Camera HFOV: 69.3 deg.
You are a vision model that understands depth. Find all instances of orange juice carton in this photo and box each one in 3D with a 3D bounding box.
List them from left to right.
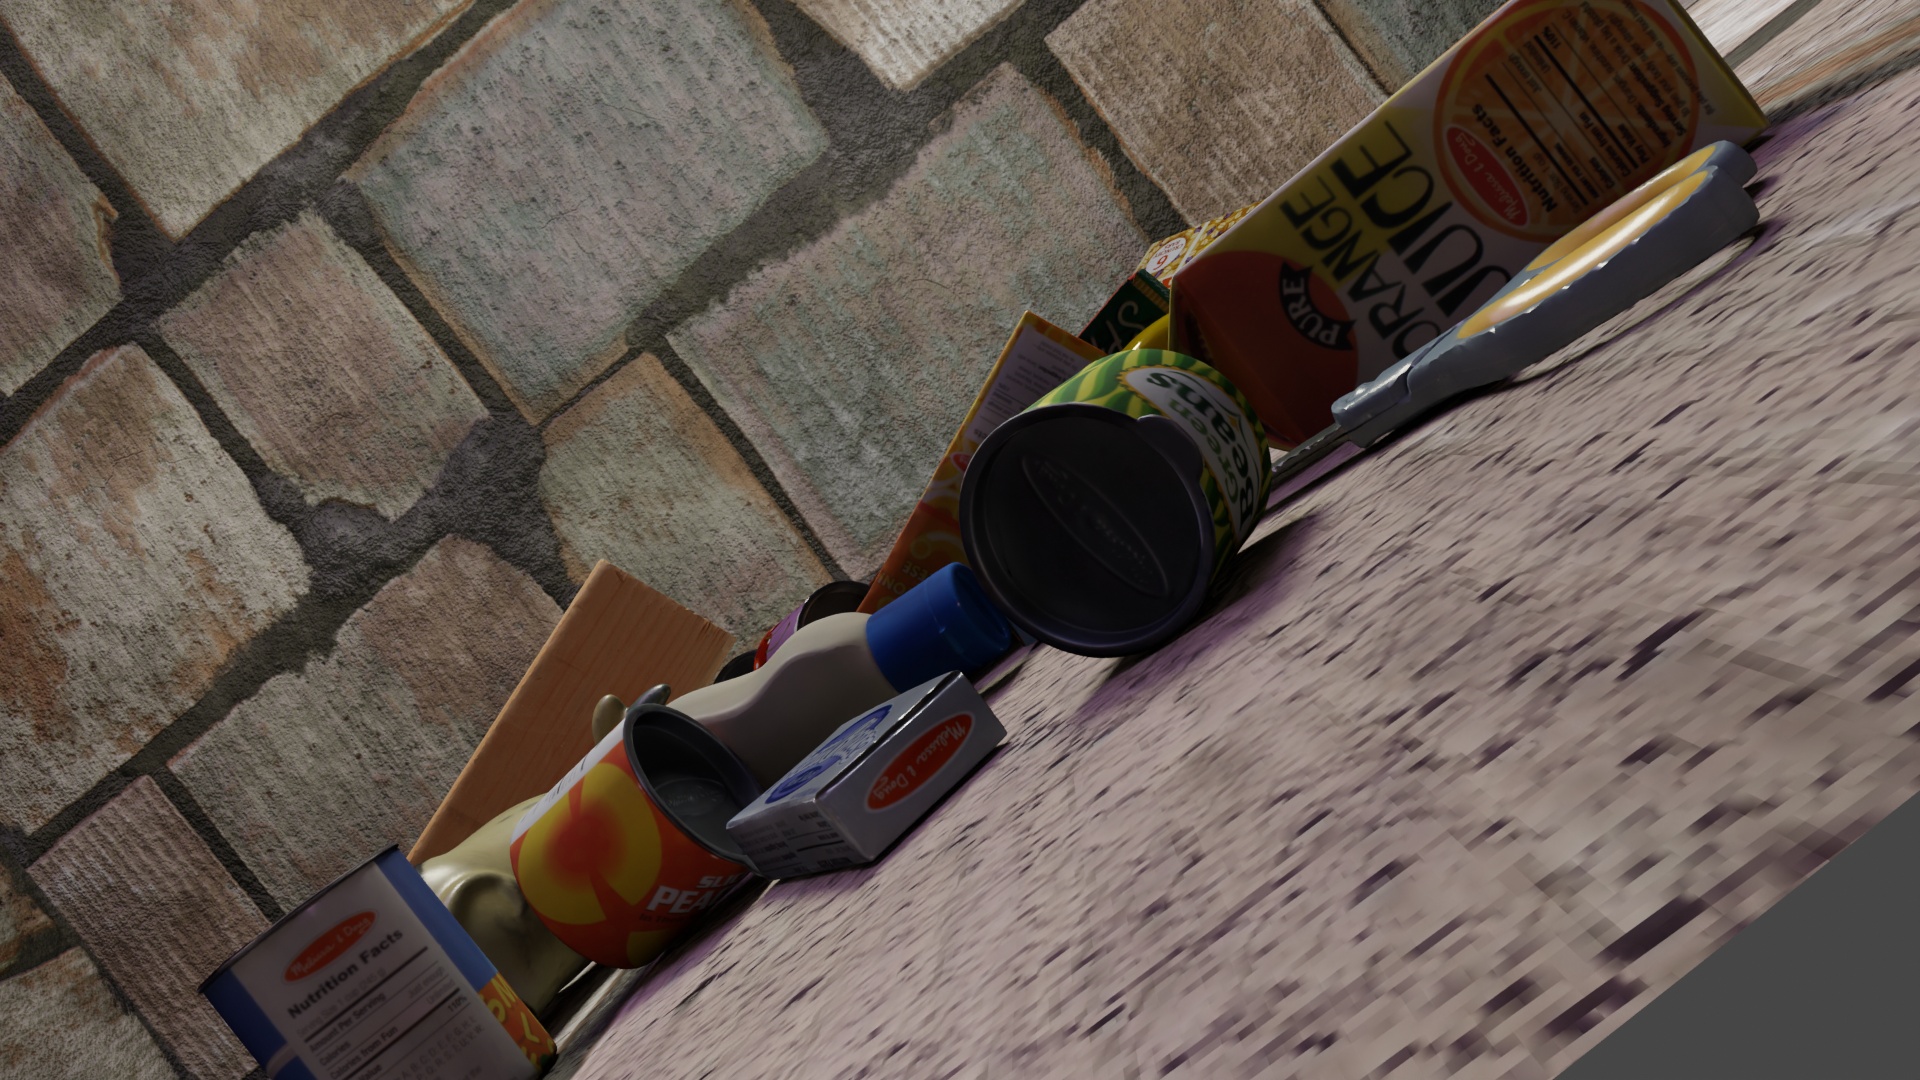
[{"bbox_3d":[0.134,-0.091,0.436,0.192,0.073,0.072,-38,2,20],"label":"orange juice carton"}]

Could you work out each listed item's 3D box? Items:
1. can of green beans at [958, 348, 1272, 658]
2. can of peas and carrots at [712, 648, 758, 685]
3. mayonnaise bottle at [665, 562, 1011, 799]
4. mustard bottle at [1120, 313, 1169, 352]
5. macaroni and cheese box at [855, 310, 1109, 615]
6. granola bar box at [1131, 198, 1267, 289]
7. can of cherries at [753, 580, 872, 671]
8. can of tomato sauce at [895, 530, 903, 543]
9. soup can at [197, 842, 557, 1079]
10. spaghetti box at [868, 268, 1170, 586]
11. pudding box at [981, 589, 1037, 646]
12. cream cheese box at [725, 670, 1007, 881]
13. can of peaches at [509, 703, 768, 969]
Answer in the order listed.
[{"bbox_3d":[0.042,-0.011,0.359,0.071,0.071,0.058,-37,1,34],"label":"can of green beans"},{"bbox_3d":[-0.118,0.100,0.842,0.071,0.071,0.058,-38,1,-8],"label":"can of peas and carrots"},{"bbox_3d":[-0.050,0.061,0.500,0.148,0.064,0.041,-34,12,18],"label":"mayonnaise bottle"},{"bbox_3d":[0.134,-0.090,0.610,0.161,0.065,0.048,-36,-4,-21],"label":"mustard bottle"},{"bbox_3d":[0.002,-0.007,0.580,0.166,0.040,0.124,-61,-1,2],"label":"macaroni and cheese box"},{"bbox_3d":[0.159,-0.151,0.856,0.165,0.039,0.125,-10,44,55],"label":"granola bar box"},{"bbox_3d":[-0.066,0.063,0.711,0.072,0.071,0.058,-39,1,-40],"label":"can of cherries"},{"bbox_3d":[0.006,0.000,0.910,0.071,0.071,0.082,-39,1,-40],"label":"can of tomato sauce"},{"bbox_3d":[-0.175,0.146,0.424,0.071,0.084,0.071,-38,1,1],"label":"soup can"},{"bbox_3d":[0.030,-0.030,0.701,0.249,0.050,0.029,-49,0,28],"label":"spaghetti box"},{"bbox_3d":[0.051,-0.001,0.504,0.083,0.030,0.050,-38,0,20],"label":"pudding box"},{"bbox_3d":[-0.031,0.070,0.401,0.053,0.024,0.103,-39,1,-27],"label":"cream cheese box"},{"bbox_3d":[-0.103,0.099,0.458,0.058,0.071,0.071,-43,0,11],"label":"can of peaches"}]
